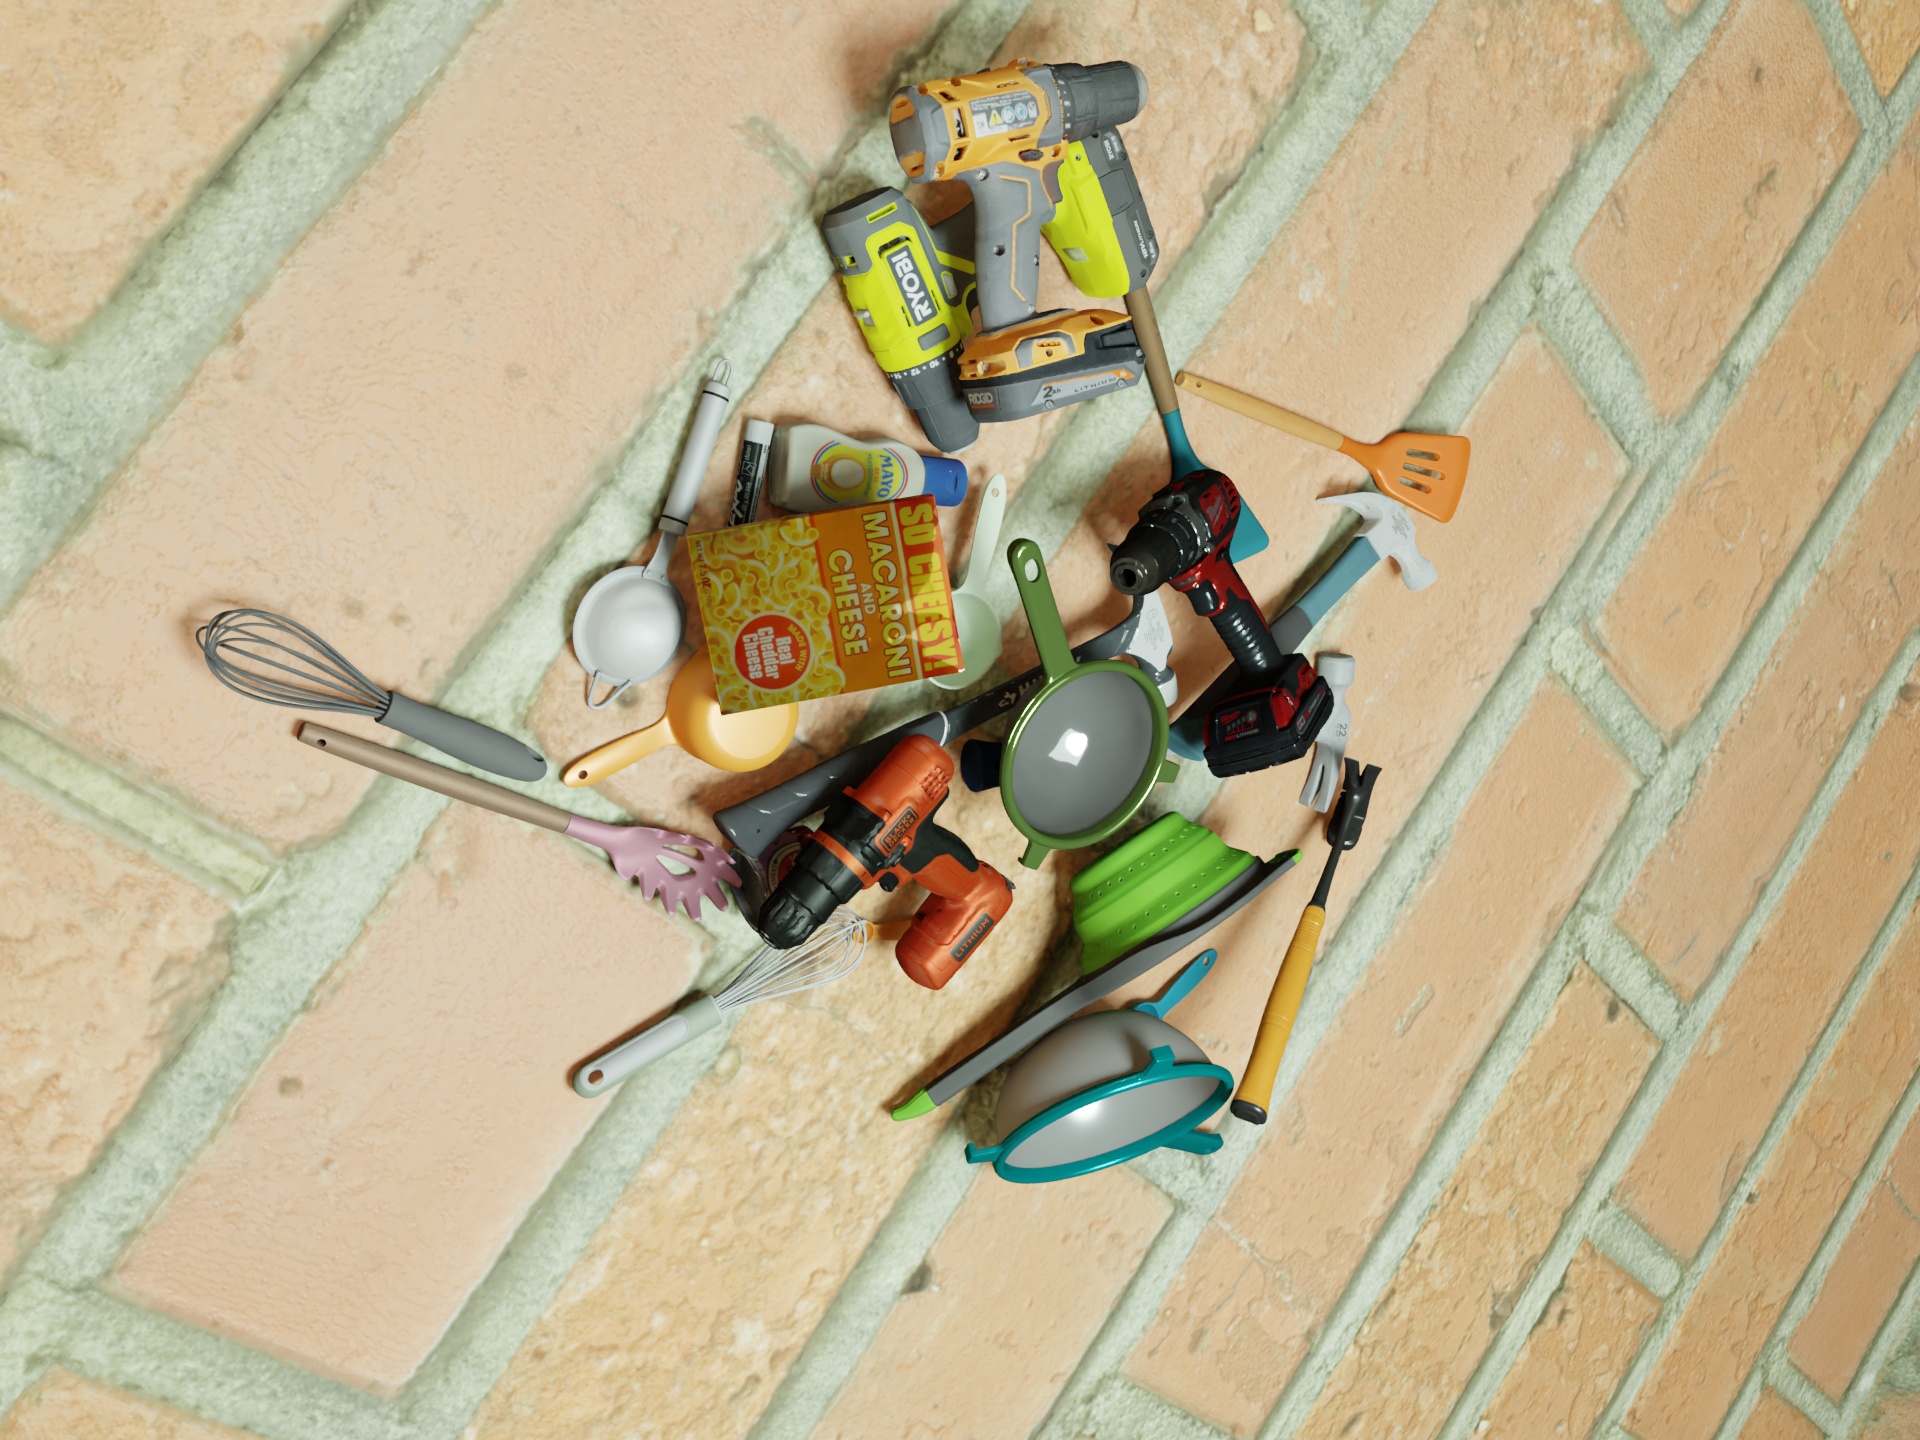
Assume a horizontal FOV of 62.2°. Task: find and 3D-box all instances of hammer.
[{"bbox_3d":[0.299,0.191,1.375,0.127,0.034,0.337,84,28,-55],"label":"hammer"},{"bbox_3d":[-0.002,-0.004,1.199,0.409,0.036,0.149,-26,122,-25],"label":"hammer"},{"bbox_3d":[0.288,-0.079,1.378,0.331,0.033,0.128,-44,109,-23],"label":"hammer"},{"bbox_3d":[0.181,0.026,1.365,0.405,0.035,0.144,-6,104,-31],"label":"hammer"}]

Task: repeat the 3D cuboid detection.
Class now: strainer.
[{"bbox_3d":[0.145,0.321,1.382,0.211,0.095,0.340,-32,149,17],"label":"strainer"},{"bbox_3d":[0.064,-0.026,1.171,0.151,0.069,0.256,-31,122,-19],"label":"strainer"},{"bbox_3d":[-0.199,-0.126,1.088,0.086,0.050,0.258,19,88,-44],"label":"strainer"}]

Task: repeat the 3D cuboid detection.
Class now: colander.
[{"bbox_3d":[0.091,0.186,1.312,0.397,0.204,0.094,-34,84,-4],"label":"colander"}]

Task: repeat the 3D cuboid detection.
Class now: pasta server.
[{"bbox_3d":[-0.291,0.064,1.077,0.316,0.040,0.060,25,103,-33],"label":"pasta server"}]

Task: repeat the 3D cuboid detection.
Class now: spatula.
[{"bbox_3d":[0.317,-0.249,1.380,0.322,0.041,0.081,12,93,-33],"label":"spatula"},{"bbox_3d":[0.165,-0.272,1.277,0.082,0.044,0.317,-20,112,2],"label":"spatula"}]

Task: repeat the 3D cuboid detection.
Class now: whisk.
[{"bbox_3d":[-0.175,0.209,1.181,0.246,0.059,0.058,-29,79,-19],"label":"whisk"},{"bbox_3d":[-0.366,-0.009,1.011,0.238,0.055,0.055,29,86,-39],"label":"whisk"}]

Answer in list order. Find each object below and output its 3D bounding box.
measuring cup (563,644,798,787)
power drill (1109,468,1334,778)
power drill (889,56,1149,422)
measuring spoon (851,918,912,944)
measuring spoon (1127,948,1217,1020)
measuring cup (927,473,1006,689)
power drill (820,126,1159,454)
[{"bbox_3d":[-0.192,0.011,1.116,0.173,0.052,0.095,-28,115,-26],"label":"measuring cup"},{"bbox_3d":[0.196,-0.071,1.230,0.188,0.080,0.226,-43,111,-53],"label":"power drill"},{"bbox_3d":[0.062,-0.335,1.089,0.185,0.084,0.226,-21,107,-22],"label":"power drill"},{"bbox_3d":[-0.039,0.167,1.279,0.116,0.011,0.021,2,101,-36],"label":"measuring spoon"},{"bbox_3d":[0.187,0.246,1.438,0.128,0.021,0.042,-38,118,-29],"label":"measuring spoon"},{"bbox_3d":[0.001,-0.108,1.219,0.083,0.038,0.167,13,93,-34],"label":"measuring cup"},{"bbox_3d":[0.029,-0.322,1.161,0.228,0.080,0.190,-34,116,-18],"label":"power drill"}]
